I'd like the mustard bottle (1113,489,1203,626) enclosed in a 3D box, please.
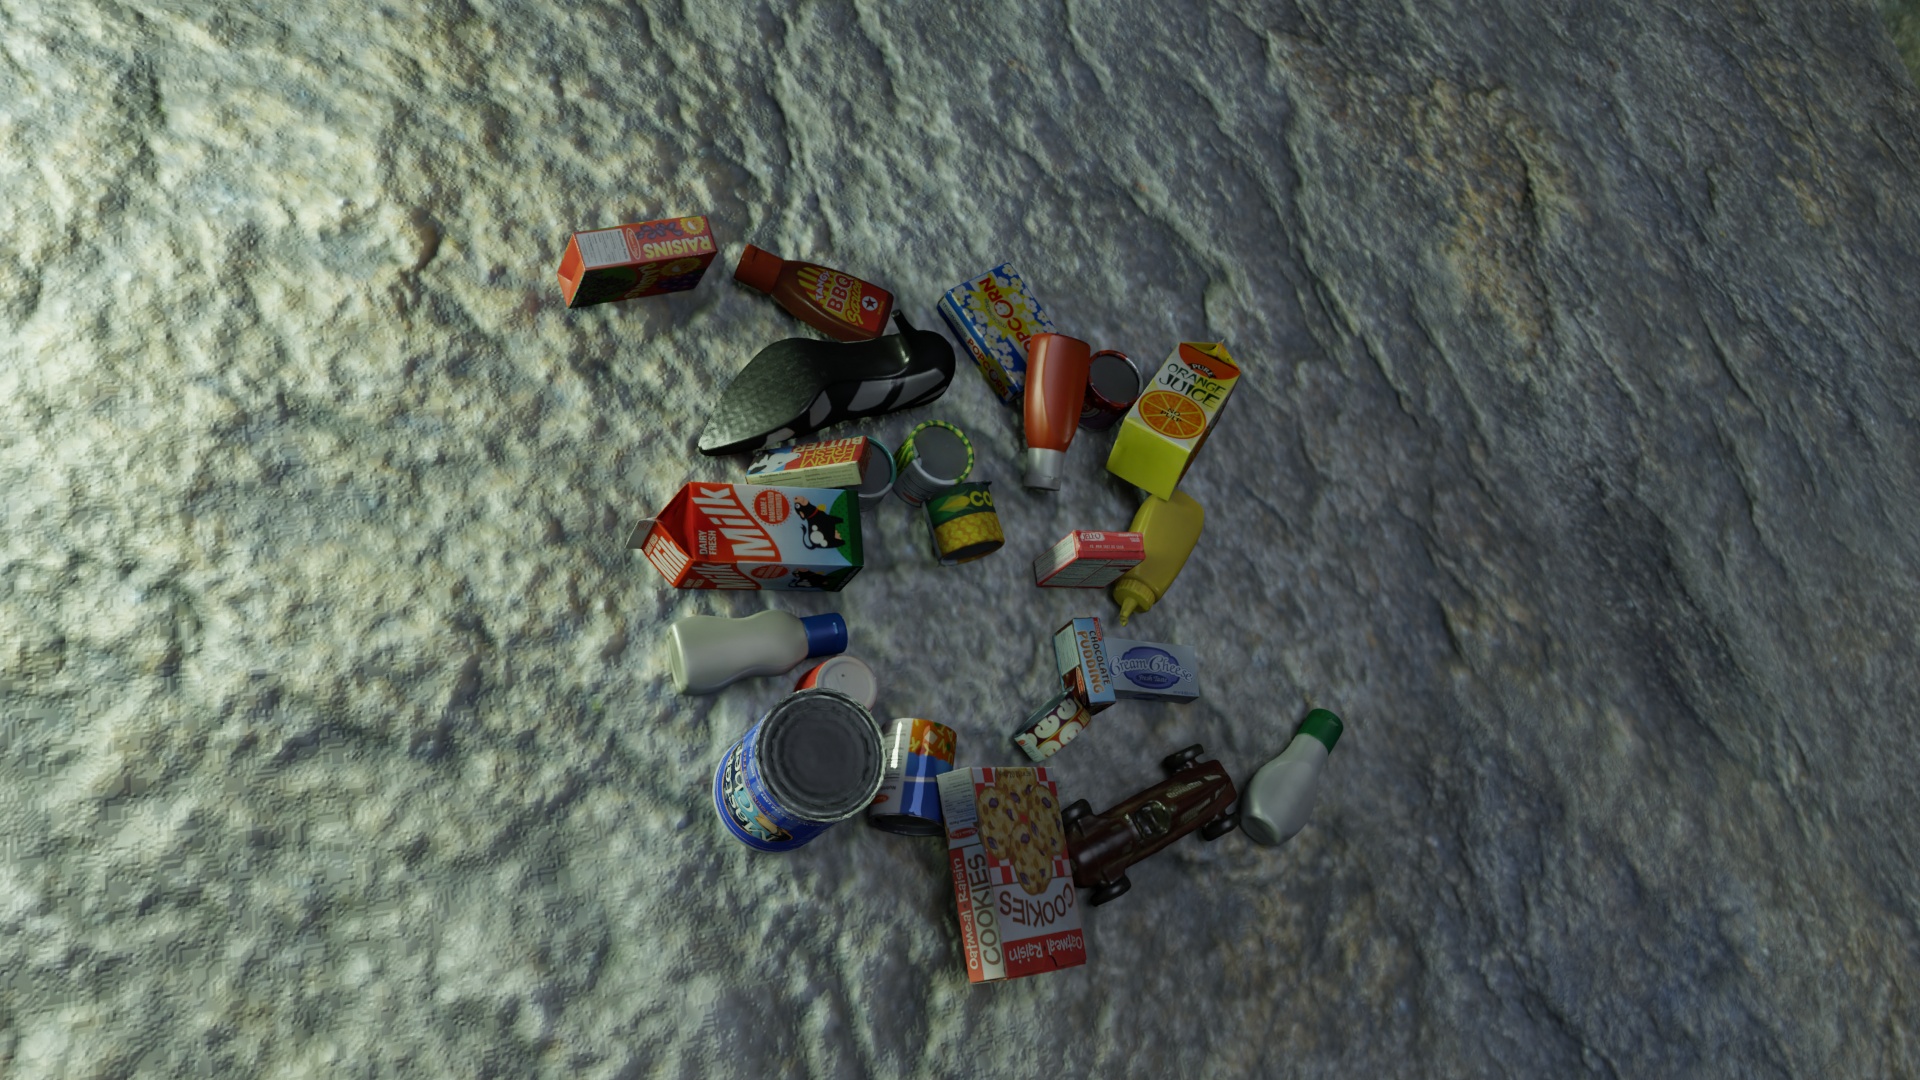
[{"bbox_3d":[0.184,0.021,1.352,0.065,0.048,0.161,33,59,-3],"label":"mustard bottle"}]

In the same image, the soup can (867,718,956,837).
[{"bbox_3d":[-0.037,0.200,1.167,0.071,0.071,0.084,16,63,-17],"label":"soup can"}]

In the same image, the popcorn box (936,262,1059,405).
[{"bbox_3d":[0.046,-0.209,1.397,0.085,0.038,0.127,-30,83,-32],"label":"popcorn box"}]

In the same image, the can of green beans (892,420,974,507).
[{"bbox_3d":[-0.028,-0.071,1.293,0.071,0.057,0.071,9,65,-20],"label":"can of green beans"}]

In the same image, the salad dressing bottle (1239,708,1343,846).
[{"bbox_3d":[0.320,0.224,1.329,0.064,0.043,0.148,43,57,0],"label":"salad dressing bottle"}]

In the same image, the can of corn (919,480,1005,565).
[{"bbox_3d":[0.005,-0.016,1.276,0.071,0.071,0.058,-10,74,-27],"label":"can of corn"}]

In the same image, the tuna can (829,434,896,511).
[{"bbox_3d":[-0.094,-0.065,1.275,0.071,0.032,0.071,9,65,-21],"label":"tuna can"}]

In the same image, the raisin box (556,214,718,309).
[{"bbox_3d":[-0.288,-0.249,1.237,0.124,0.086,0.040,-15,82,-28],"label":"raisin box"}]

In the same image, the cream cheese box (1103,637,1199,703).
[{"bbox_3d":[0.174,0.123,1.318,0.104,0.024,0.053,7,64,-22],"label":"cream cheese box"}]

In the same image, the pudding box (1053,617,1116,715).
[{"bbox_3d":[0.113,0.118,1.278,0.030,0.049,0.084,-1,68,-23],"label":"pudding box"}]

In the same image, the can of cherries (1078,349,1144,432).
[{"bbox_3d":[0.142,-0.151,1.402,0.071,0.058,0.072,9,65,-21],"label":"can of cherries"}]

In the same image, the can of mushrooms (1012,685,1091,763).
[{"bbox_3d":[0.083,0.164,1.234,0.071,0.070,0.033,-39,88,-32],"label":"can of mushrooms"}]

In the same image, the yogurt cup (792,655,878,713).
[{"bbox_3d":[-0.103,0.131,1.174,0.072,0.053,0.072,9,65,-20],"label":"yogurt cup"}]

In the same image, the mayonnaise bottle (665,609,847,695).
[{"bbox_3d":[-0.169,0.089,1.171,0.148,0.041,0.065,-7,73,-28],"label":"mayonnaise bottle"}]

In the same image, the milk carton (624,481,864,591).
[{"bbox_3d":[-0.185,-0.002,1.185,0.191,0.072,0.073,2,68,-23],"label":"milk carton"}]

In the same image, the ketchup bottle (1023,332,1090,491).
[{"bbox_3d":[0.089,-0.123,1.349,0.065,0.043,0.149,10,86,-40],"label":"ketchup bottle"}]

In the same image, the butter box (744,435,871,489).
[{"bbox_3d":[-0.133,-0.065,1.221,0.103,0.024,0.053,-7,29,9],"label":"butter box"}]

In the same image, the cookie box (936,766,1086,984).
[{"bbox_3d":[0.044,0.273,1.149,0.123,0.040,0.168,13,63,-53],"label":"cookie box"}]

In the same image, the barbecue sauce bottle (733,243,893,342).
[{"bbox_3d":[-0.141,-0.235,1.322,0.148,0.043,0.065,22,60,-14],"label":"barbecue sauce bottle"}]

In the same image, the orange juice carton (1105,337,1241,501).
[{"bbox_3d":[0.223,-0.132,1.402,0.073,0.071,0.194,28,47,11],"label":"orange juice carton"}]
